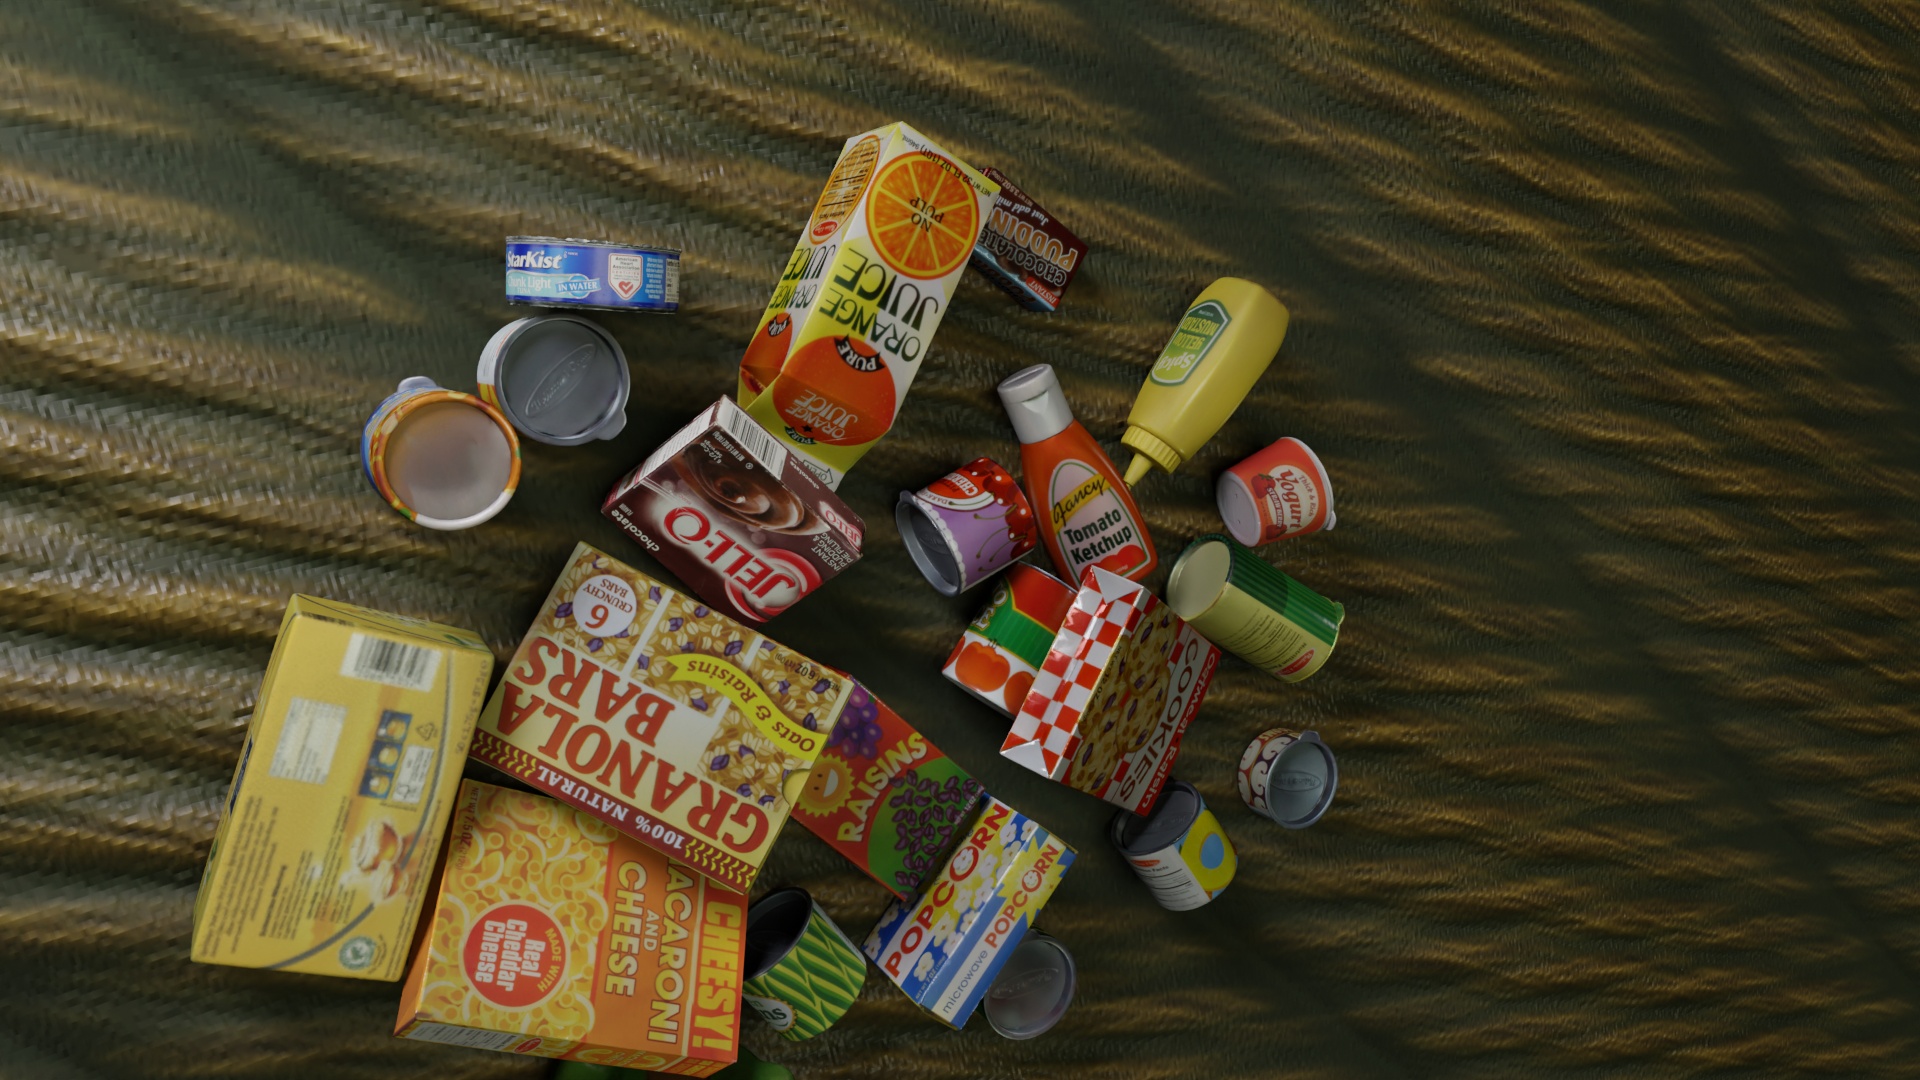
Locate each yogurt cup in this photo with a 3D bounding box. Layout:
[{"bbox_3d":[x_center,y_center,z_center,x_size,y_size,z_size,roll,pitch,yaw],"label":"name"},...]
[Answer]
[{"bbox_3d":[0.208,-0.030,0.933,0.054,0.072,0.072,-21,106,-15],"label":"yogurt cup"}]

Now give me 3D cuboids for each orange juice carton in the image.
[{"bbox_3d":[-0.060,-0.127,0.774,0.072,0.073,0.193,27,84,-28],"label":"orange juice carton"}]

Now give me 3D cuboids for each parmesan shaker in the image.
[{"bbox_3d":[0.197,0.044,0.932,0.103,0.071,0.071,30,83,-27],"label":"parmesan shaker"}]

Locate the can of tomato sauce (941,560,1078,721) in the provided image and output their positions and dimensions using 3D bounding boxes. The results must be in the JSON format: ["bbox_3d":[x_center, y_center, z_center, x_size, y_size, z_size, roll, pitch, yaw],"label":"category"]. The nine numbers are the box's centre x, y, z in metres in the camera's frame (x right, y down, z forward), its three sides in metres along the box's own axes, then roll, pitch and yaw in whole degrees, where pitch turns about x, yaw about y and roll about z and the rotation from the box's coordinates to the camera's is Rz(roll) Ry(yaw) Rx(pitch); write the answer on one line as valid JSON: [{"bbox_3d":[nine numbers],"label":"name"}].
[{"bbox_3d":[0.035,0.062,0.853,0.071,0.071,0.083,36,80,-27],"label":"can of tomato sauce"}]

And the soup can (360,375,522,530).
[{"bbox_3d":[-0.255,-0.044,0.677,0.071,0.084,0.071,-4,98,-27],"label":"soup can"}]

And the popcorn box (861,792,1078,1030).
[{"bbox_3d":[0.004,0.220,0.845,0.038,0.085,0.127,41,78,-25],"label":"popcorn box"}]

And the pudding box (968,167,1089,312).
[{"bbox_3d":[0.031,-0.180,0.839,0.083,0.030,0.050,34,82,-27],"label":"pudding box"}]

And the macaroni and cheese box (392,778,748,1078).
[{"bbox_3d":[-0.196,0.205,0.730,0.166,0.040,0.124,21,50,-29],"label":"macaroni and cheese box"}]

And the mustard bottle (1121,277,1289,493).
[{"bbox_3d":[0.147,-0.093,0.893,0.048,0.065,0.160,35,86,-29],"label":"mustard bottle"}]

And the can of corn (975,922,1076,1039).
[{"bbox_3d":[0.030,0.270,0.880,0.071,0.058,0.071,-4,99,-27],"label":"can of corn"}]

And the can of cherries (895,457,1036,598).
[{"bbox_3d":[0.003,-0.010,0.825,0.058,0.071,0.071,-30,109,-21],"label":"can of cherries"}]

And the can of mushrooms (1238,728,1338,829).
[{"bbox_3d":[0.233,0.166,0.987,0.071,0.033,0.071,-4,99,-26],"label":"can of mushrooms"}]

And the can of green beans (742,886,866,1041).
[{"bbox_3d":[-0.097,0.246,0.807,0.071,0.071,0.057,-42,114,-16],"label":"can of green beans"}]

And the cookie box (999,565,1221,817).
[{"bbox_3d":[0.100,0.099,0.862,0.123,0.040,0.167,-64,148,-6],"label":"cookie box"}]

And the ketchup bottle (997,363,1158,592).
[{"bbox_3d":[0.068,-0.037,0.868,0.065,0.043,0.148,-26,108,0],"label":"ketchup bottle"}]

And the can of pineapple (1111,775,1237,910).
[{"bbox_3d":[0.144,0.202,0.927,0.071,0.071,0.057,-42,114,-17],"label":"can of pineapple"}]

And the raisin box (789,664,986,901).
[{"bbox_3d":[-0.057,0.145,0.830,0.123,0.040,0.086,43,77,-24],"label":"raisin box"}]

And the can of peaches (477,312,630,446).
[{"bbox_3d":[-0.208,-0.081,0.712,0.071,0.058,0.071,-4,98,-28],"label":"can of peaches"}]

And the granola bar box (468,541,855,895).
[{"bbox_3d":[-0.156,0.093,0.735,0.165,0.039,0.124,28,83,-3],"label":"granola bar box"}]
